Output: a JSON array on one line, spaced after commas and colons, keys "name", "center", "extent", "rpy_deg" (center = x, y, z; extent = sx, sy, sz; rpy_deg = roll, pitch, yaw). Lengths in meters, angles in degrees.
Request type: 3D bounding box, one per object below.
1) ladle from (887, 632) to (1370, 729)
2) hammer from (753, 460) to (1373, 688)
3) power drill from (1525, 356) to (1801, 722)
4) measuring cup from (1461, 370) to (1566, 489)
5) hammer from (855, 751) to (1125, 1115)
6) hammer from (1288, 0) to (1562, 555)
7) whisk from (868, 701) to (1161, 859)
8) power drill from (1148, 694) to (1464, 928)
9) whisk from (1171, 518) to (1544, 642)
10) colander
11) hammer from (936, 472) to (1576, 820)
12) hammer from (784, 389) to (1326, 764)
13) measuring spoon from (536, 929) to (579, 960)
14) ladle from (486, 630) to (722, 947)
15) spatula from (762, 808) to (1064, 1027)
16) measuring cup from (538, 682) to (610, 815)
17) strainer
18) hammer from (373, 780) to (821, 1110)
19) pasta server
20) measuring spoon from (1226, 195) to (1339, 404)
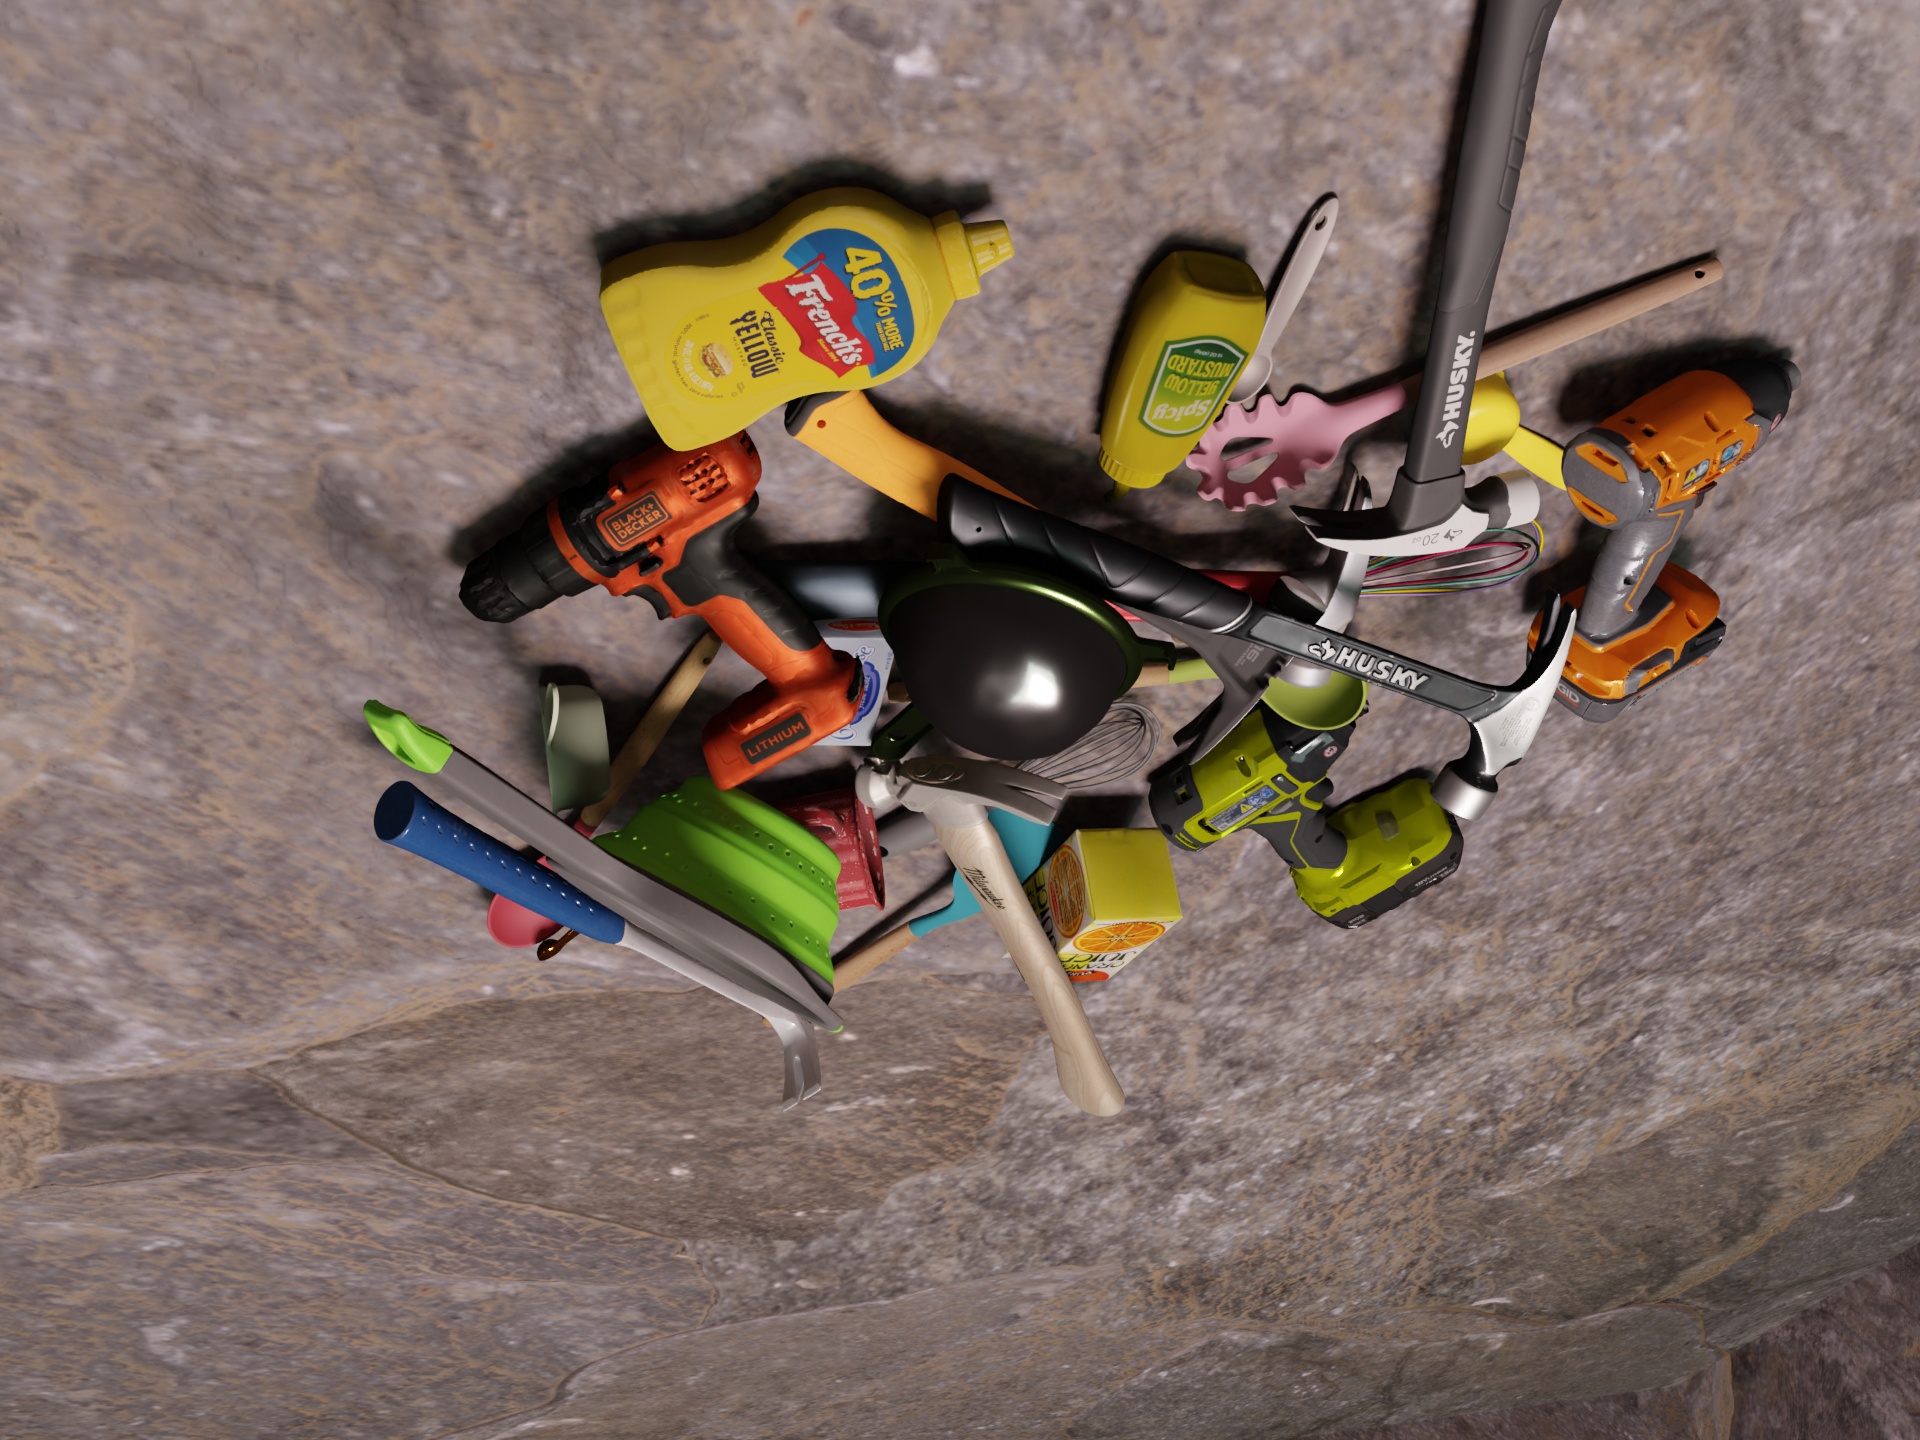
[{"name": "ladle", "center": [0.113, -0.022, 1.046], "extent": [0.320, 0.062, 0.078], "rpy_deg": [-4, 130, -8]}, {"name": "hammer", "center": [0.053, -0.090, 0.942], "extent": [0.386, 0.038, 0.143], "rpy_deg": [1, 123, -11]}, {"name": "power drill", "center": [0.444, -0.119, 1.000], "extent": [0.164, 0.084, 0.226], "rpy_deg": [-29, 141, -16]}, {"name": "measuring cup", "center": [0.340, -0.162, 0.963], "extent": [0.156, 0.029, 0.062], "rpy_deg": [19, 131, -33]}, {"name": "hammer", "center": [0.061, 0.172, 1.148], "extent": [0.146, 0.038, 0.410], "rpy_deg": [7, 141, 32]}, {"name": "hammer", "center": [0.254, -0.227, 0.810], "extent": [0.146, 0.035, 0.334], "rpy_deg": [-13, 132, -12]}, {"name": "whisk", "center": [0.032, 0.049, 1.117], "extent": [0.239, 0.055, 0.055], "rpy_deg": [-25, 141, 20]}, {"name": "power drill", "center": [0.271, 0.064, 1.186], "extent": [0.171, 0.080, 0.223], "rpy_deg": [-36, 134, 26]}, {"name": "whisk", "center": [0.255, -0.085, 1.024], "extent": [0.245, 0.051, 0.047], "rpy_deg": [-14, 148, 4]}, {"name": "colander", "center": [-0.174, 0.060, 0.906], "extent": [0.094, 0.205, 0.396], "rpy_deg": [-60, 144, -15]}, {"name": "hammer", "center": [0.172, -0.059, 0.902], "extent": [0.408, 0.036, 0.149], "rpy_deg": [17, 114, -21]}, {"name": "hammer", "center": [0.046, -0.092, 0.896], "extent": [0.336, 0.034, 0.127], "rpy_deg": [27, 112, -25]}, {"name": "measuring spoon", "center": [-0.256, 0.130, 1.127], "extent": [0.117, 0.011, 0.021], "rpy_deg": [-41, 163, 1]}, {"name": "ladle", "center": [-0.233, 0.049, 1.046], "extent": [0.069, 0.031, 0.315], "rpy_deg": [3, 138, -42]}, {"name": "spatula", "center": [-0.053, 0.165, 1.250], "extent": [0.082, 0.044, 0.317], "rpy_deg": [24, 133, -40]}, {"name": "measuring cup", "center": [-0.222, 0.004, 0.922], "extent": [0.038, 0.083, 0.167], "rpy_deg": [-6, 167, -17]}, {"name": "strainer", "center": [-0.001, -0.003, 0.920], "extent": [0.151, 0.069, 0.256], "rpy_deg": [23, 151, -17]}, {"name": "hammer", "center": [-0.223, 0.147, 1.069], "extent": [0.035, 0.144, 0.405], "rpy_deg": [-33, 139, 14]}, {"name": "pasta server", "center": [0.278, -0.196, 0.898], "extent": [0.316, 0.060, 0.040], "rpy_deg": [-21, -177, 5]}, {"name": "measuring spoon", "center": [0.168, -0.225, 0.849], "extent": [0.034, 0.018, 0.124], "rpy_deg": [-11, 139, -37]}]
